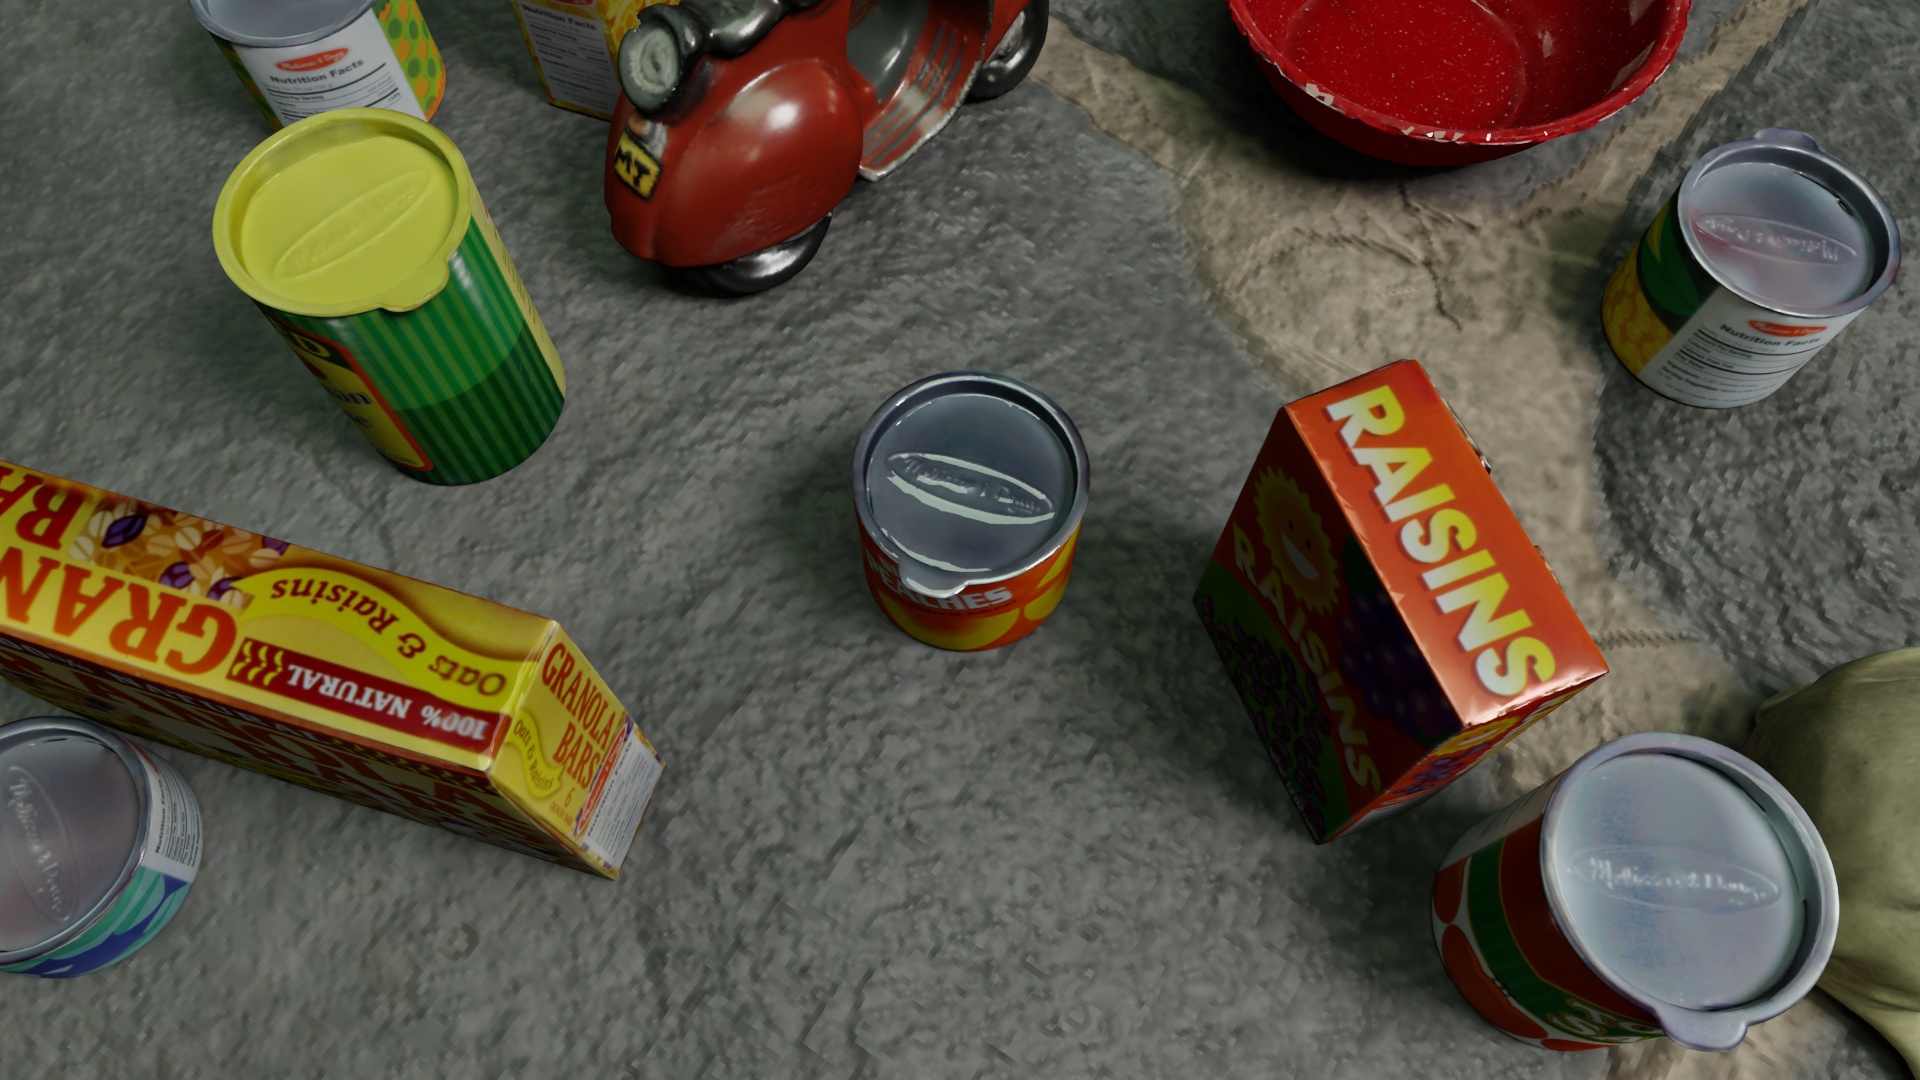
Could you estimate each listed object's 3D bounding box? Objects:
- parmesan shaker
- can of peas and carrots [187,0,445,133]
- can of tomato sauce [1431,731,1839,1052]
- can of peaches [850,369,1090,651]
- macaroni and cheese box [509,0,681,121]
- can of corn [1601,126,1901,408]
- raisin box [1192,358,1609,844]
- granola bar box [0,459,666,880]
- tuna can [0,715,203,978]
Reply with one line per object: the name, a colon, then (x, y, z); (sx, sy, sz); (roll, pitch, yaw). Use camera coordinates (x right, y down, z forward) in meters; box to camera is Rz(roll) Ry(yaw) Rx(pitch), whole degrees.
parmesan shaker: (-0.159, -0.064, 0.406); (0.071, 0.102, 0.071); (0, 66, 0)
can of peas and carrots: (-0.220, -0.178, 0.481); (0.071, 0.058, 0.071); (0, 66, -1)
can of tomato sauce: (0.164, 0.093, 0.350); (0.071, 0.082, 0.071); (0, 66, 0)
can of peaches: (0.001, -0.005, 0.406); (0.071, 0.057, 0.071); (0, 66, -1)
macaroni and cheese box: (-0.112, -0.239, 0.451); (0.040, 0.165, 0.124); (17, 67, 7)
can of corn: (0.250, -0.086, 0.446); (0.071, 0.058, 0.071); (0, 66, -1)
raisin box: (0.105, 0.022, 0.359); (0.040, 0.123, 0.086); (-19, 68, -9)
granola bar box: (-0.169, 0.036, 0.349); (0.166, 0.123, 0.039); (15, 67, 6)
tuna can: (-0.247, 0.085, 0.376); (0.071, 0.032, 0.071); (0, 66, -1)
